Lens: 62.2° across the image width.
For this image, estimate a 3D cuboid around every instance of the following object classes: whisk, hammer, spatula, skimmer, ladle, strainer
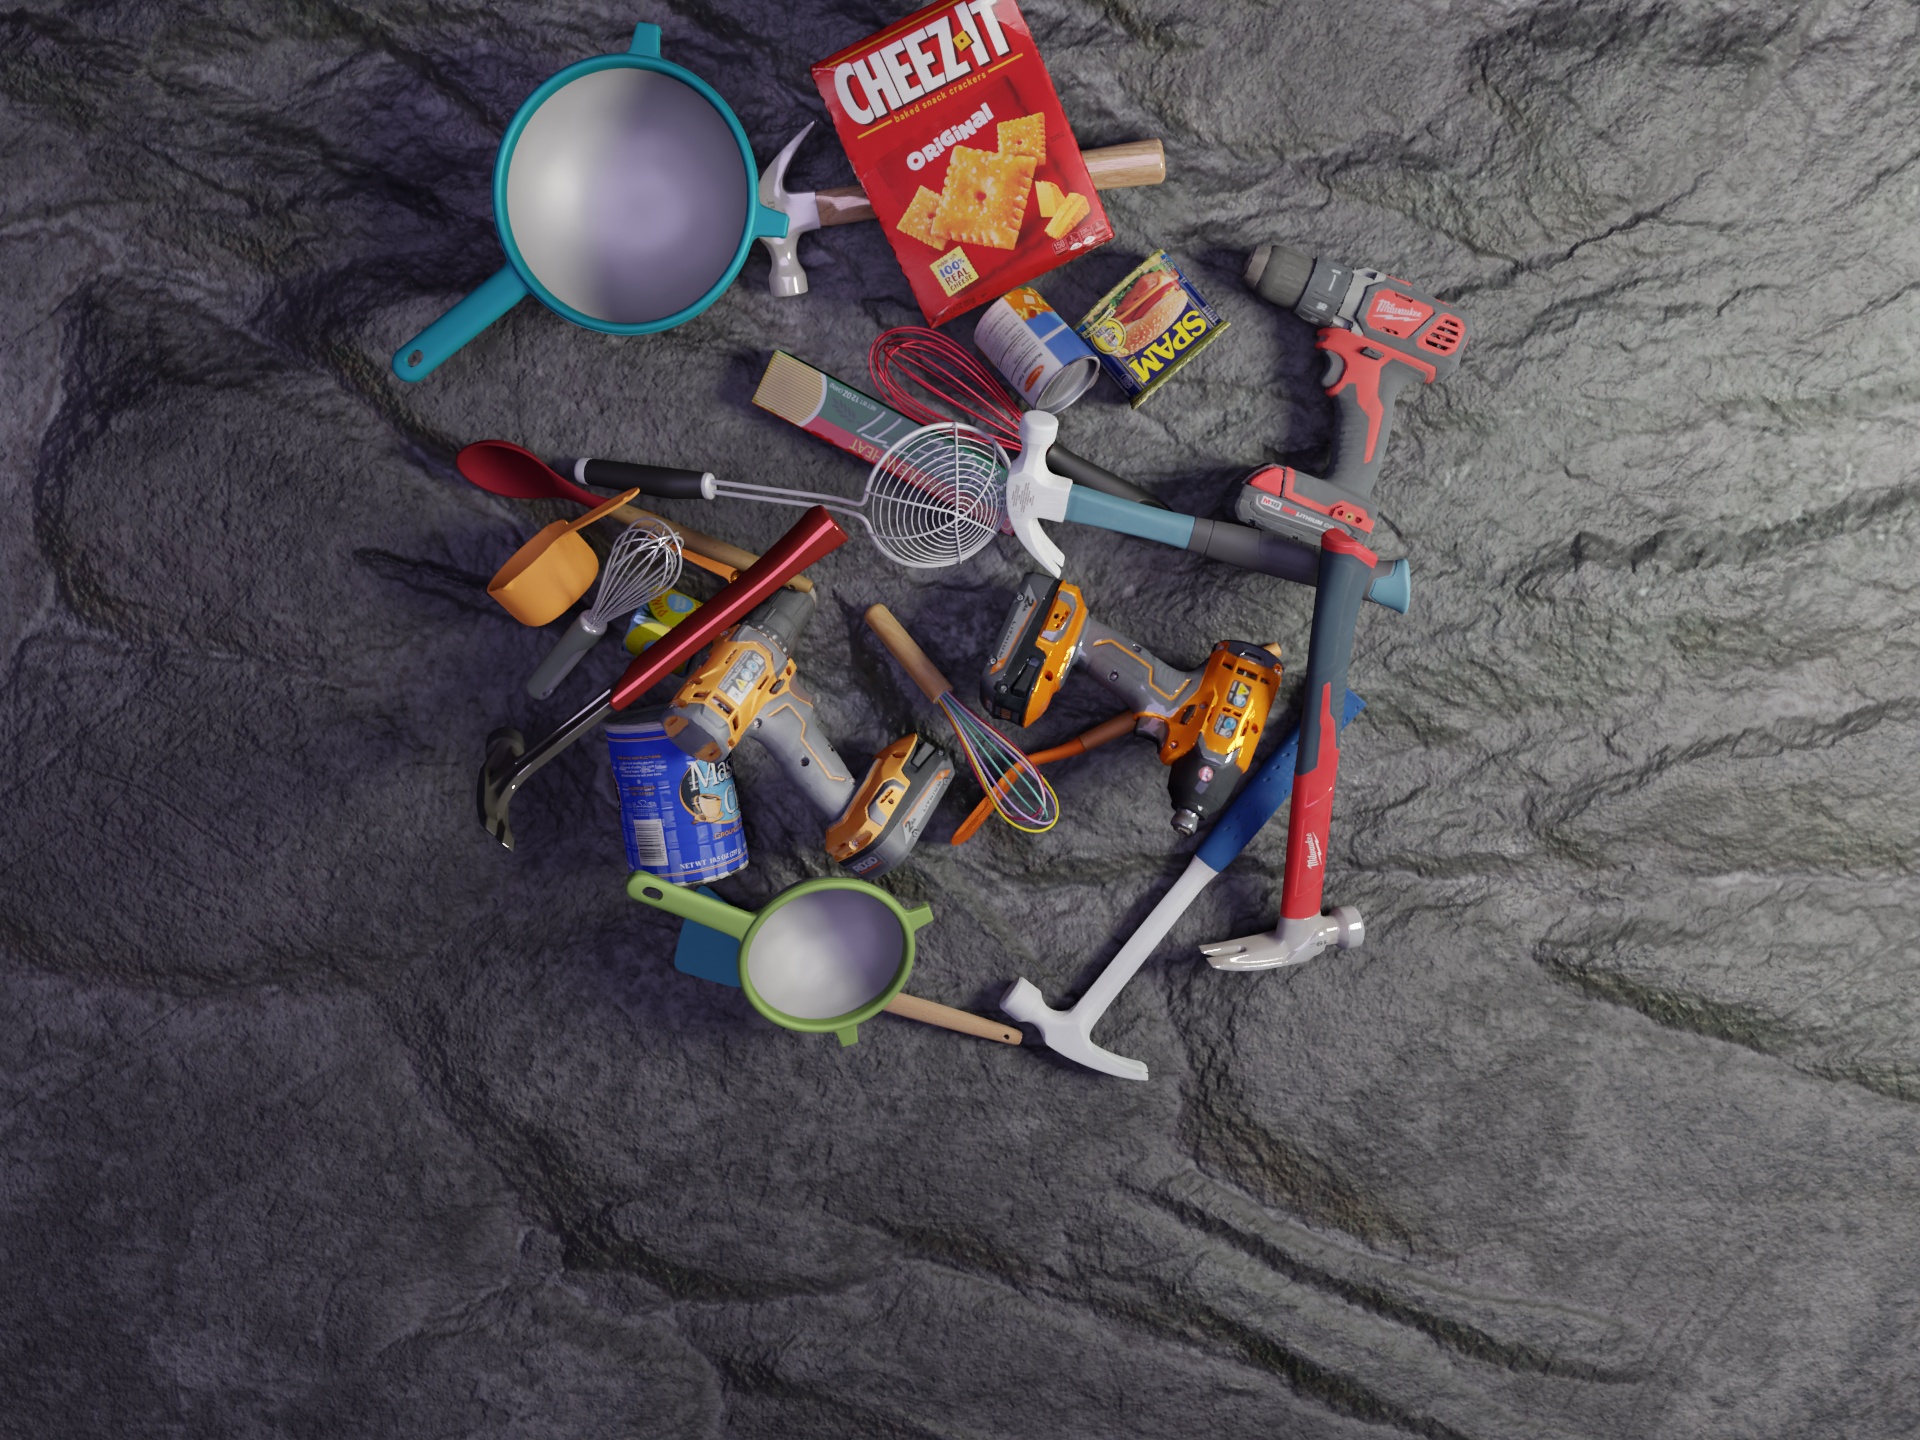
[{"bbox_3d":[-0.004,-0.004,1.320,0.047,0.051,0.245,-39,74,-1],"label":"whisk"},{"bbox_3d":[-0.297,-0.085,1.307,0.059,0.058,0.246,54,129,4],"label":"whisk"},{"bbox_3d":[0.273,0.033,1.279,0.143,0.038,0.386,-8,119,-14],"label":"hammer"},{"bbox_3d":[0.196,-0.145,1.256,0.331,0.033,0.128,15,128,4],"label":"hammer"},{"bbox_3d":[-0.097,0.234,1.415,0.317,0.044,0.082,18,99,-5],"label":"spatula"},{"bbox_3d":[0.129,0.018,1.354,0.322,0.081,0.041,-26,81,2],"label":"spatula"},{"bbox_3d":[-0.141,-0.199,1.316,0.363,0.090,0.127,9,127,17],"label":"skimmer"},{"bbox_3d":[-0.270,-0.168,1.326,0.315,0.069,0.031,22,60,3],"label":"ladle"},{"bbox_3d":[-0.237,-0.044,1.257,0.359,0.149,0.036,-37,122,6],"label":"hammer"},{"bbox_3d":[-0.309,-0.376,1.281,0.340,0.095,0.211,-34,94,10],"label":"strainer"},{"bbox_3d":[0.211,0.135,1.376,0.144,0.035,0.405,37,99,-4],"label":"hammer"},{"bbox_3d":[-0.163,0.167,1.334,0.256,0.069,0.151,24,106,-22],"label":"strainer"},{"bbox_3d":[0.055,-0.232,1.310,0.295,0.073,0.073,30,100,-9],"label":"whisk"},{"bbox_3d":[-0.002,-0.431,1.281,0.331,0.031,0.130,-8,112,1],"label":"hammer"}]

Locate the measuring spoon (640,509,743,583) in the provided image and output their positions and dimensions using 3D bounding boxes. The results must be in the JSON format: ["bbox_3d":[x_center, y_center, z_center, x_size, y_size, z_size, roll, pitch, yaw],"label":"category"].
[{"bbox_3d":[-0.229,-0.147,1.360,0.117,0.011,0.021,32,101,0],"label":"measuring spoon"}]

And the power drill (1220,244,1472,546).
[{"bbox_3d":[0.286,-0.259,1.285,0.188,0.080,0.226,22,97,-2],"label":"power drill"}]

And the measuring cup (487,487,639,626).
[{"bbox_3d":[-0.312,-0.135,1.308,0.173,0.095,0.052,-25,120,28],"label":"measuring cup"}]

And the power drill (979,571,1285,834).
[{"bbox_3d":[0.133,-0.013,1.297,0.226,0.084,0.164,21,75,6],"label":"power drill"}]

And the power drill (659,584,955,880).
[{"bbox_3d":[-0.115,0.001,1.322,0.226,0.185,0.084,40,144,-13],"label":"power drill"}]
